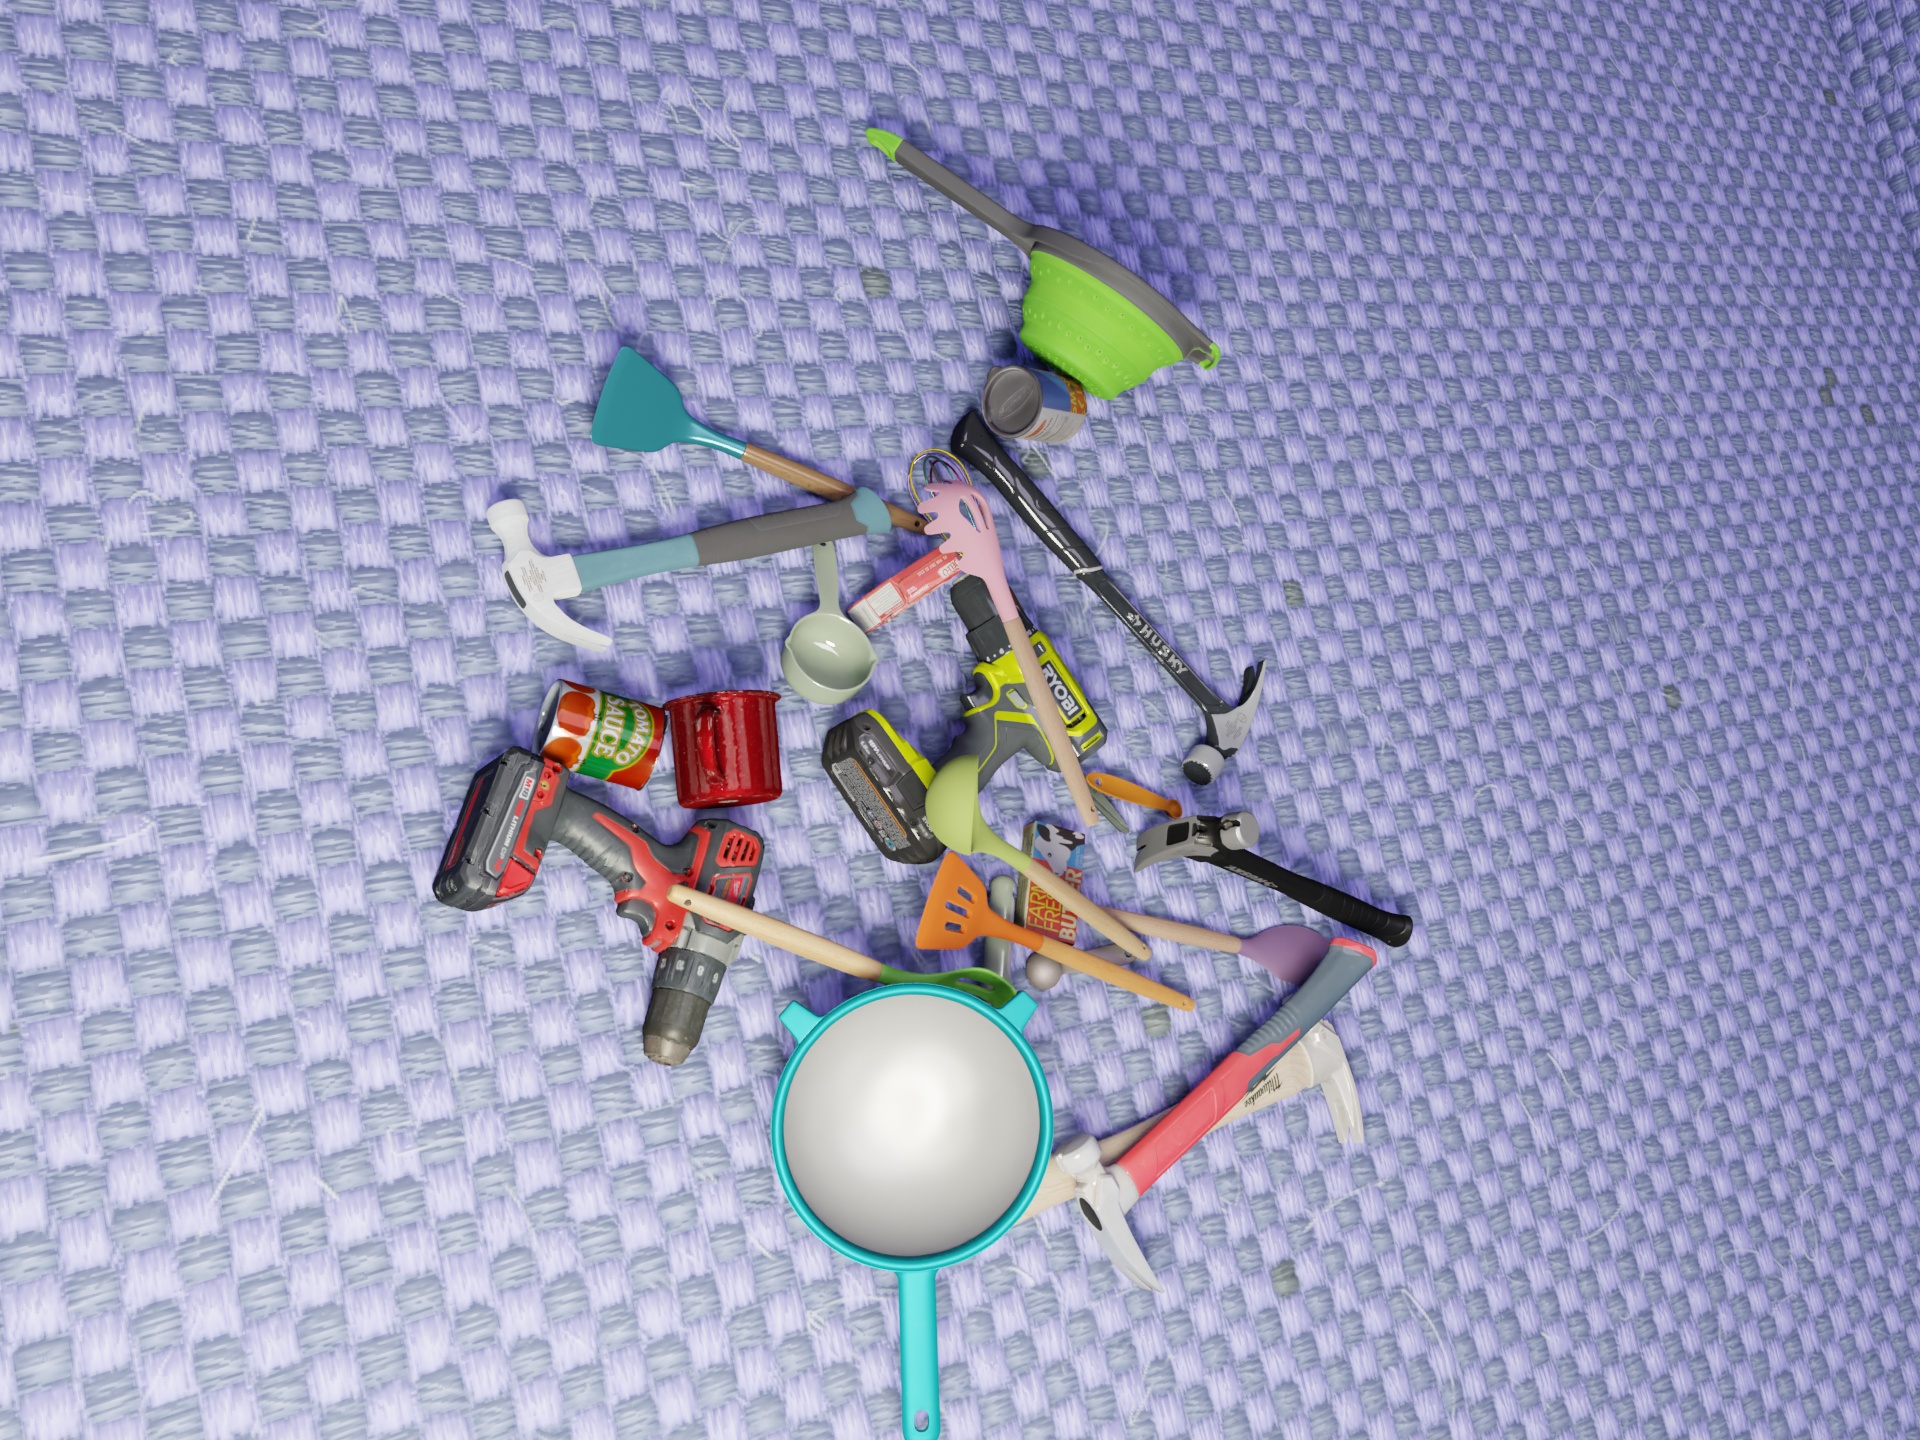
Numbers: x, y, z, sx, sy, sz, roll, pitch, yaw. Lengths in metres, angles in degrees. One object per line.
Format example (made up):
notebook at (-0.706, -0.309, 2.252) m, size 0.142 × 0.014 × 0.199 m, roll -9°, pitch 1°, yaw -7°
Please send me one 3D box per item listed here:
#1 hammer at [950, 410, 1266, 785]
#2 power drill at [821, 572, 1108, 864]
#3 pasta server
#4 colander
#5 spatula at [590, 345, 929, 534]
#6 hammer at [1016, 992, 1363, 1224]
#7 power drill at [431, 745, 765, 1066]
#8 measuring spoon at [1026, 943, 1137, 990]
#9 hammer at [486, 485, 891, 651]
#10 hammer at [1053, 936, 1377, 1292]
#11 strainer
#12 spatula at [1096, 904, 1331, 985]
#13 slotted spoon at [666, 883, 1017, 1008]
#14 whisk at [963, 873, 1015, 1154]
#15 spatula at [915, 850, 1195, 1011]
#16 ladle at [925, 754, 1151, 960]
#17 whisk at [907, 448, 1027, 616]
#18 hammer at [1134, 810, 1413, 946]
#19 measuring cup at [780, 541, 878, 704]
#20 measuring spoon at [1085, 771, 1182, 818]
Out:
hammer at (0.138, -0.131, 1.504) m, size 0.408 × 0.036 × 0.149 m, roll 47°, pitch 57°, yaw -10°
power drill at (-0.002, -0.004, 1.346) m, size 0.228 × 0.080 × 0.190 m, roll -37°, pitch 96°, yaw -29°
pasta server at (0.048, -0.058, 1.332) m, size 0.060 × 0.040 × 0.316 m, roll -25°, pitch 95°, yaw -34°
colander at (0.057, -0.416, 1.507) m, size 0.397 × 0.204 × 0.094 m, roll 34°, pitch 95°, yaw 0°
spatula at (-0.159, -0.217, 1.350) m, size 0.317 × 0.044 × 0.082 m, roll 20°, pitch 90°, yaw -26°
hammer at (0.189, 0.364, 1.384) m, size 0.410 × 0.038 × 0.146 m, roll -15°, pitch 84°, yaw -33°
power drill at (-0.262, 0.135, 1.165) m, size 0.226 × 0.080 × 0.188 m, roll 26°, pitch 64°, yaw -25°
measuring spoon at (0.112, 0.211, 1.395) m, size 0.124 × 0.018 × 0.034 m, roll -6°, pitch 78°, yaw -33°
hammer at (-0.206, -0.143, 1.295) m, size 0.331 × 0.033 × 0.128 m, roll -16°, pitch 84°, yaw -29°
hammer at (0.249, 0.322, 1.386) m, size 0.386 × 0.038 × 0.143 m, roll -33°, pitch 97°, yaw -32°
strainer at (-0.038, 0.367, 1.215) m, size 0.211 × 0.095 × 0.340 m, roll -1°, pitch 87°, yaw -7°
spatula at (0.235, 0.201, 1.470) m, size 0.315 × 0.018 × 0.060 m, roll 15°, pitch 62°, yaw -27°
slotted spoon at (-0.084, 0.183, 1.220) m, size 0.313 × 0.031 × 0.070 m, roll 26°, pitch 105°, yaw -27°
whisk at (0.029, 0.245, 1.320) m, size 0.059 × 0.057 × 0.246 m, roll 4°, pitch 66°, yaw 2°
spatula at (0.088, 0.196, 1.337) m, size 0.322 × 0.041 × 0.081 m, roll 26°, pitch 78°, yaw -31°
ladle at (0.078, 0.127, 1.317) m, size 0.319 × 0.062 × 0.078 m, roll 39°, pitch 43°, yaw -38°
whisk at (0.028, -0.137, 1.438) m, size 0.047 × 0.051 × 0.245 m, roll -34°, pitch 97°, yaw -39°
hammer at (0.308, 0.155, 1.483) m, size 0.334 × 0.146 × 0.035 m, roll 24°, pitch 64°, yaw -35°
measuring cup at (-0.118, -0.087, 1.346) m, size 0.083 × 0.038 × 0.168 m, roll 9°, pitch 55°, yaw -25°
measuring spoon at (0.158, 0.069, 1.463) m, size 0.116 × 0.011 × 0.021 m, roll 20°, pitch 57°, yaw -30°
